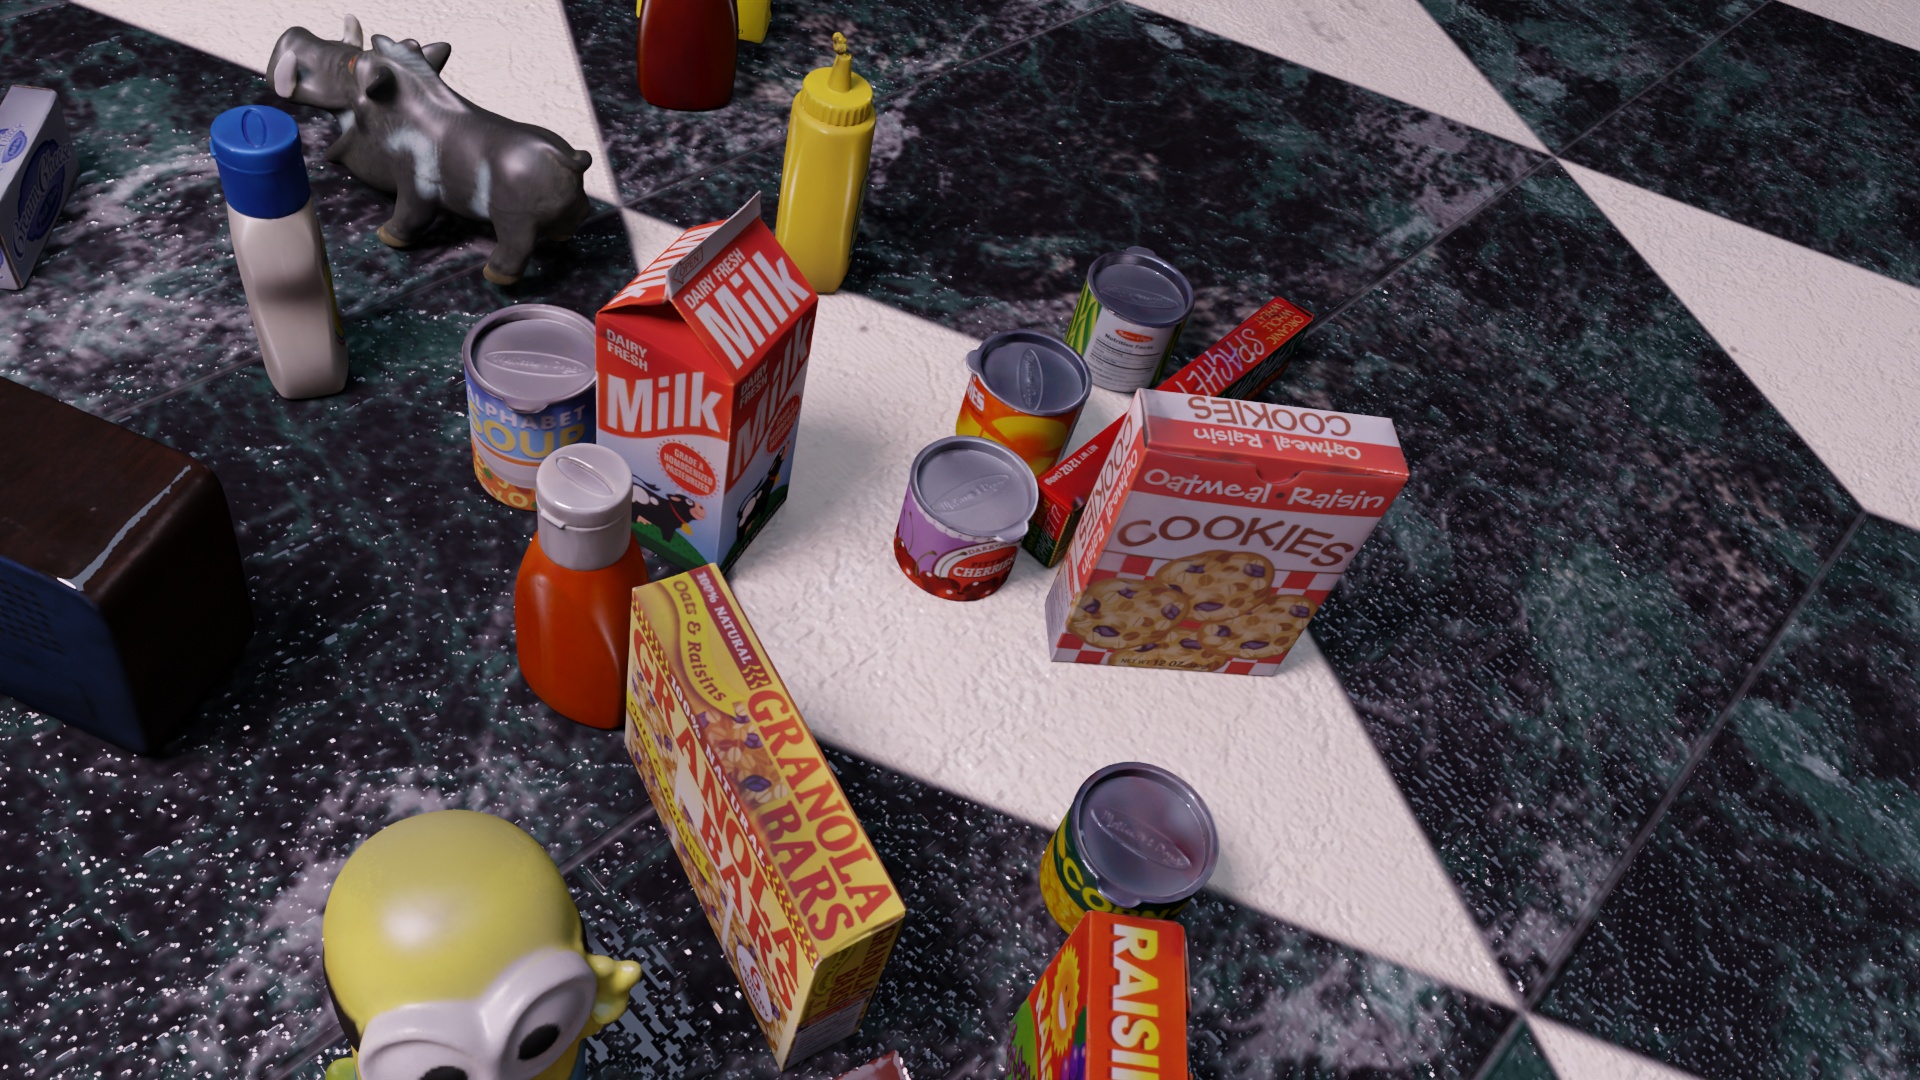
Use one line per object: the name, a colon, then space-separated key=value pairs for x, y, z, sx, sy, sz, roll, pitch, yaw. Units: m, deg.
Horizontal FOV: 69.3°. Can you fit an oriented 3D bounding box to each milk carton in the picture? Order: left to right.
milk carton: x=-0.120 y=-0.072 z=0.649 sx=0.073 sy=0.189 sz=0.073 roll=28 pitch=51 yaw=8

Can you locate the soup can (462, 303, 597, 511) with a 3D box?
soup can: x=-0.209 y=-0.062 z=0.687 sx=0.071 sy=0.083 sz=0.072 roll=7 pitch=51 yaw=-9

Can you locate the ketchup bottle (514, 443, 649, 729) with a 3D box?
ketchup bottle: x=-0.160 y=0.021 z=0.591 sx=0.065 sy=0.148 sz=0.044 roll=32 pitch=51 yaw=11

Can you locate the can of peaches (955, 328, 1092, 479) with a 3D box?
can of peaches: x=0.032 y=-0.076 z=0.779 sx=0.071 sy=0.057 sz=0.071 roll=7 pitch=51 yaw=-9

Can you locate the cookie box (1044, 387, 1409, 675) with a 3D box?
cookie box: x=0.121 y=0.003 z=0.667 sx=0.123 sy=0.166 sz=0.040 roll=5 pitch=51 yaw=-11

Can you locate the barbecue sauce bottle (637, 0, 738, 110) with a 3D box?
barbecue sauce bottle: x=-0.171 y=-0.347 z=0.884 sx=0.065 sy=0.147 sz=0.044 roll=-4 pitch=54 yaw=-18

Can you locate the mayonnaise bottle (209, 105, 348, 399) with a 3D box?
mayonnaise bottle: x=-0.329 y=-0.139 z=0.675 sx=0.041 sy=0.147 sz=0.065 roll=-11 pitch=56 yaw=-23

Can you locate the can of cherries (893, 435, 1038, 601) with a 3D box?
can of cherries: x=0.003 y=-0.009 z=0.717 sx=0.071 sy=0.058 sz=0.072 roll=7 pitch=51 yaw=-9

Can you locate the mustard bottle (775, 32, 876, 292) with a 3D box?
mustard bottle: x=-0.076 y=-0.217 z=0.797 sx=0.049 sy=0.159 sz=0.065 roll=8 pitch=51 yaw=-9

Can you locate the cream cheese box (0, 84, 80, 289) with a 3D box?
cream cheese box: x=-0.496 y=-0.186 z=0.730 sx=0.024 sy=0.053 sz=0.104 roll=4 pitch=51 yaw=-12

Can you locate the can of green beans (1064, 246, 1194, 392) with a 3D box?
can of green beans: x=0.101 y=-0.132 z=0.843 sx=0.071 sy=0.057 sz=0.071 roll=7 pitch=51 yaw=-9

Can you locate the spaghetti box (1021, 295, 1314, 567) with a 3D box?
spaghetti box: x=0.123 y=-0.069 z=0.802 sx=0.029 sy=0.049 sz=0.251 roll=40 pitch=53 yaw=17

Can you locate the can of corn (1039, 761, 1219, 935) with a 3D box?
can of corn: x=0.072 y=0.143 z=0.613 sx=0.071 sy=0.058 sz=0.071 roll=7 pitch=51 yaw=-9

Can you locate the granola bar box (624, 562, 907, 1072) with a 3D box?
granola bar box: x=-0.084 y=0.110 z=0.555 sx=0.039 sy=0.123 sz=0.166 roll=-19 pitch=59 yaw=-27

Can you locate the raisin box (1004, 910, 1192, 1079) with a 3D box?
raisin box: x=0.048 y=0.203 z=0.516 sx=0.040 sy=0.122 sz=0.086 roll=11 pitch=50 yaw=-6
